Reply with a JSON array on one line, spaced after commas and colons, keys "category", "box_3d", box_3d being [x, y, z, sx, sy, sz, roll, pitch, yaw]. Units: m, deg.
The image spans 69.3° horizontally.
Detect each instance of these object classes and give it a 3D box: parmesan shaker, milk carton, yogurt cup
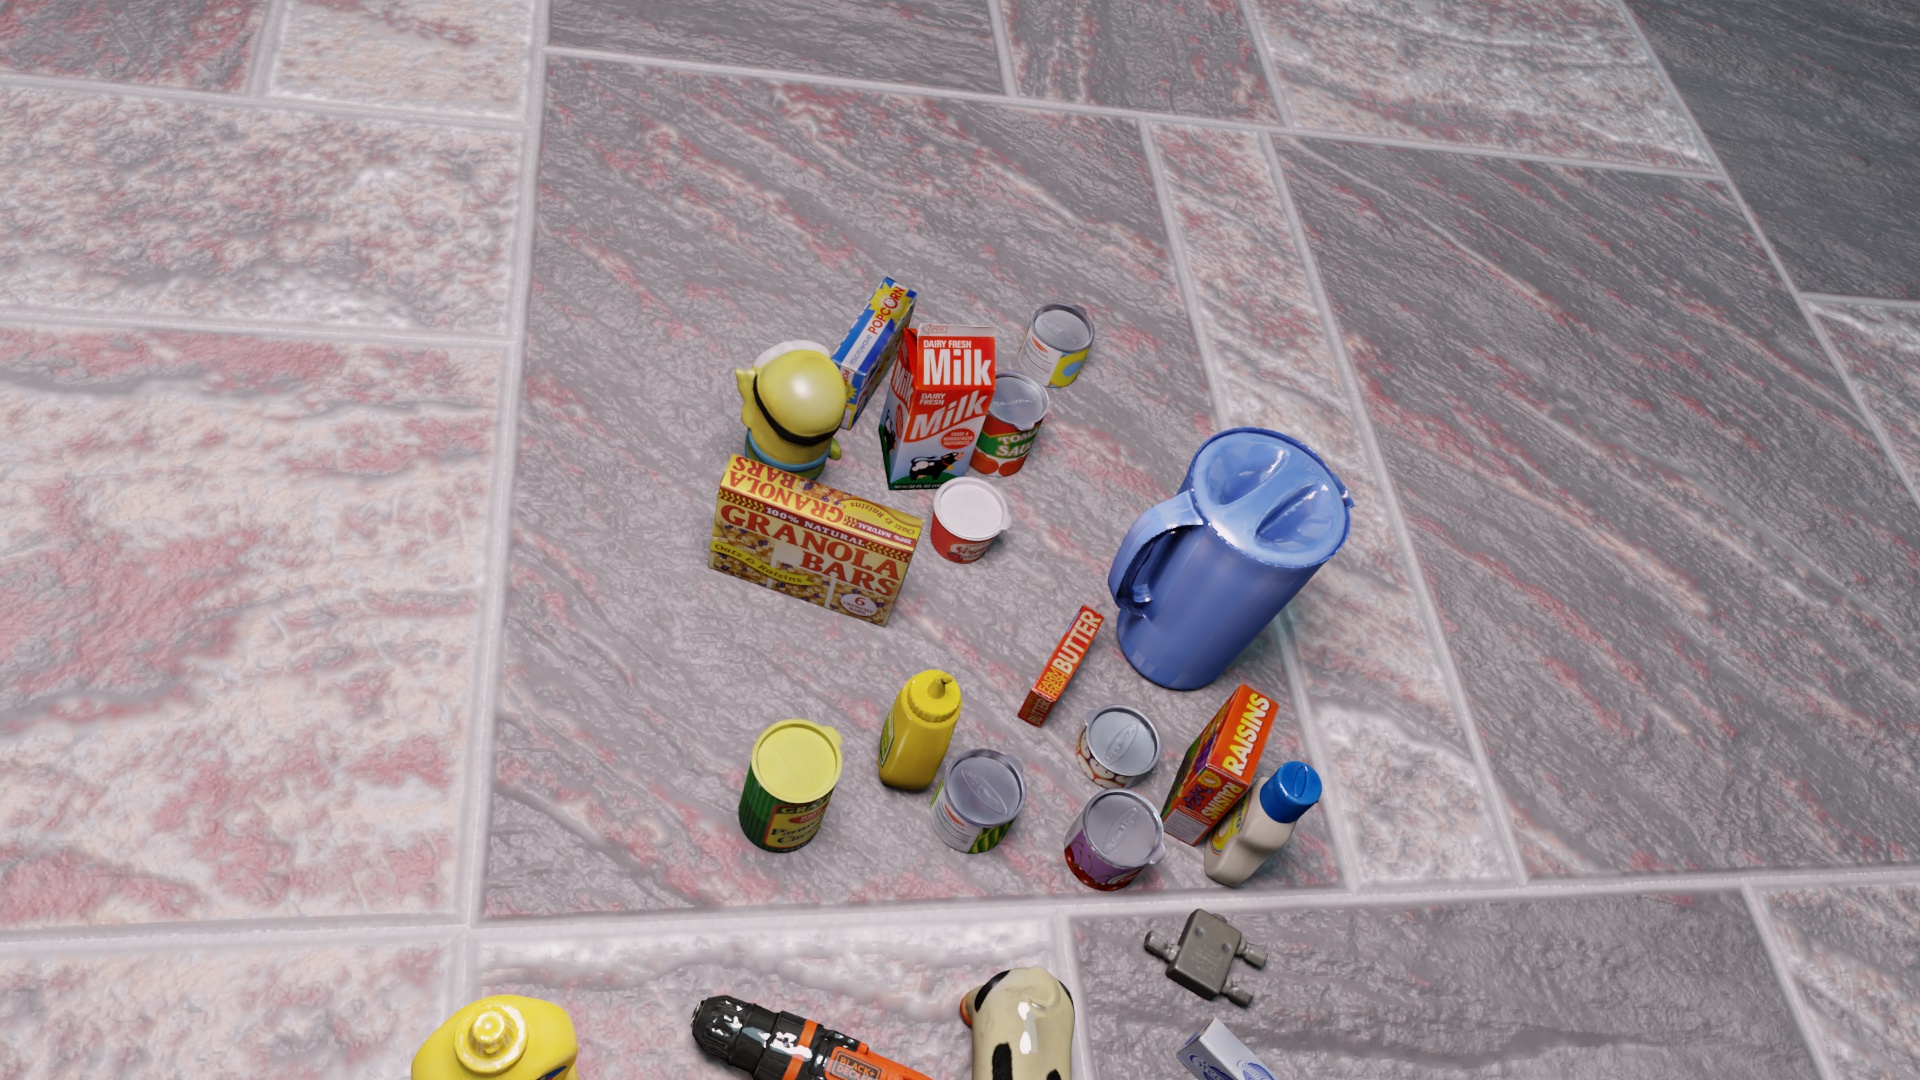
[{"category": "parmesan shaker", "box_3d": [-0.127, 0.186, 1.049, 0.071, 0.102, 0.071, 7, 55, -10]}, {"category": "milk carton", "box_3d": [-0.020, -0.129, 1.242, 0.072, 0.189, 0.074, -1, 57, -16]}, {"category": "yogurt cup", "box_3d": [0.004, -0.016, 1.255, 0.072, 0.053, 0.073, 7, 55, -10]}]

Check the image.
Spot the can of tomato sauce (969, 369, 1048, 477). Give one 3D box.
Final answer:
[{"category": "can of tomato sauce", "box_3d": [0.042, -0.108, 1.311, 0.071, 0.082, 0.071, 7, 55, -10]}]

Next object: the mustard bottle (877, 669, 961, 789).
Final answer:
[{"category": "mustard bottle", "box_3d": [-0.029, 0.138, 1.073, 0.049, 0.159, 0.065, 9, 55, -9]}]

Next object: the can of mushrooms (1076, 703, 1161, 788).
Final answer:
[{"category": "can of mushrooms", "box_3d": [0.131, 0.173, 1.172, 0.071, 0.033, 0.071, 7, 55, -10]}]

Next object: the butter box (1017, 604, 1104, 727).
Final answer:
[{"category": "butter box", "box_3d": [0.086, 0.108, 1.192, 0.024, 0.052, 0.104, 31, 54, 6]}]

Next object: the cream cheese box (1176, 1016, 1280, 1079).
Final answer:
[{"category": "cream cheese box", "box_3d": [0.211, 0.402, 1.022, 0.104, 0.053, 0.024, 42, 56, 15]}]

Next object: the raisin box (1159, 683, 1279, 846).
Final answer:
[{"category": "raisin box", "box_3d": [0.208, 0.183, 1.130, 0.040, 0.122, 0.086, 29, 54, 5]}]

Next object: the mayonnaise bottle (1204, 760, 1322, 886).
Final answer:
[{"category": "mayonnaise bottle", "box_3d": [0.238, 0.220, 1.097, 0.041, 0.147, 0.065, 22, 54, 0]}]

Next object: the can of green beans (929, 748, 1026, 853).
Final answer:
[{"category": "can of green beans", "box_3d": [0.013, 0.207, 1.101, 0.071, 0.057, 0.071, 7, 55, -10]}]

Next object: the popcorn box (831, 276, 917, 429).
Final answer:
[{"category": "popcorn box", "box_3d": [-0.088, -0.178, 1.322, 0.038, 0.084, 0.127, 25, 54, 3]}]

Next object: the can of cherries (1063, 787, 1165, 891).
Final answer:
[{"category": "can of cherries", "box_3d": [0.123, 0.241, 1.107, 0.071, 0.058, 0.072, 7, 55, -10]}]

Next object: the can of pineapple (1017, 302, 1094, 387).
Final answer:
[{"category": "can of pineapple", "box_3d": [0.098, -0.198, 1.404, 0.071, 0.057, 0.071, 7, 55, -10]}]

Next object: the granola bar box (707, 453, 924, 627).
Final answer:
[{"category": "granola bar box", "box_3d": [-0.124, 0.003, 1.163, 0.166, 0.123, 0.039, 19, 54, -2]}]
